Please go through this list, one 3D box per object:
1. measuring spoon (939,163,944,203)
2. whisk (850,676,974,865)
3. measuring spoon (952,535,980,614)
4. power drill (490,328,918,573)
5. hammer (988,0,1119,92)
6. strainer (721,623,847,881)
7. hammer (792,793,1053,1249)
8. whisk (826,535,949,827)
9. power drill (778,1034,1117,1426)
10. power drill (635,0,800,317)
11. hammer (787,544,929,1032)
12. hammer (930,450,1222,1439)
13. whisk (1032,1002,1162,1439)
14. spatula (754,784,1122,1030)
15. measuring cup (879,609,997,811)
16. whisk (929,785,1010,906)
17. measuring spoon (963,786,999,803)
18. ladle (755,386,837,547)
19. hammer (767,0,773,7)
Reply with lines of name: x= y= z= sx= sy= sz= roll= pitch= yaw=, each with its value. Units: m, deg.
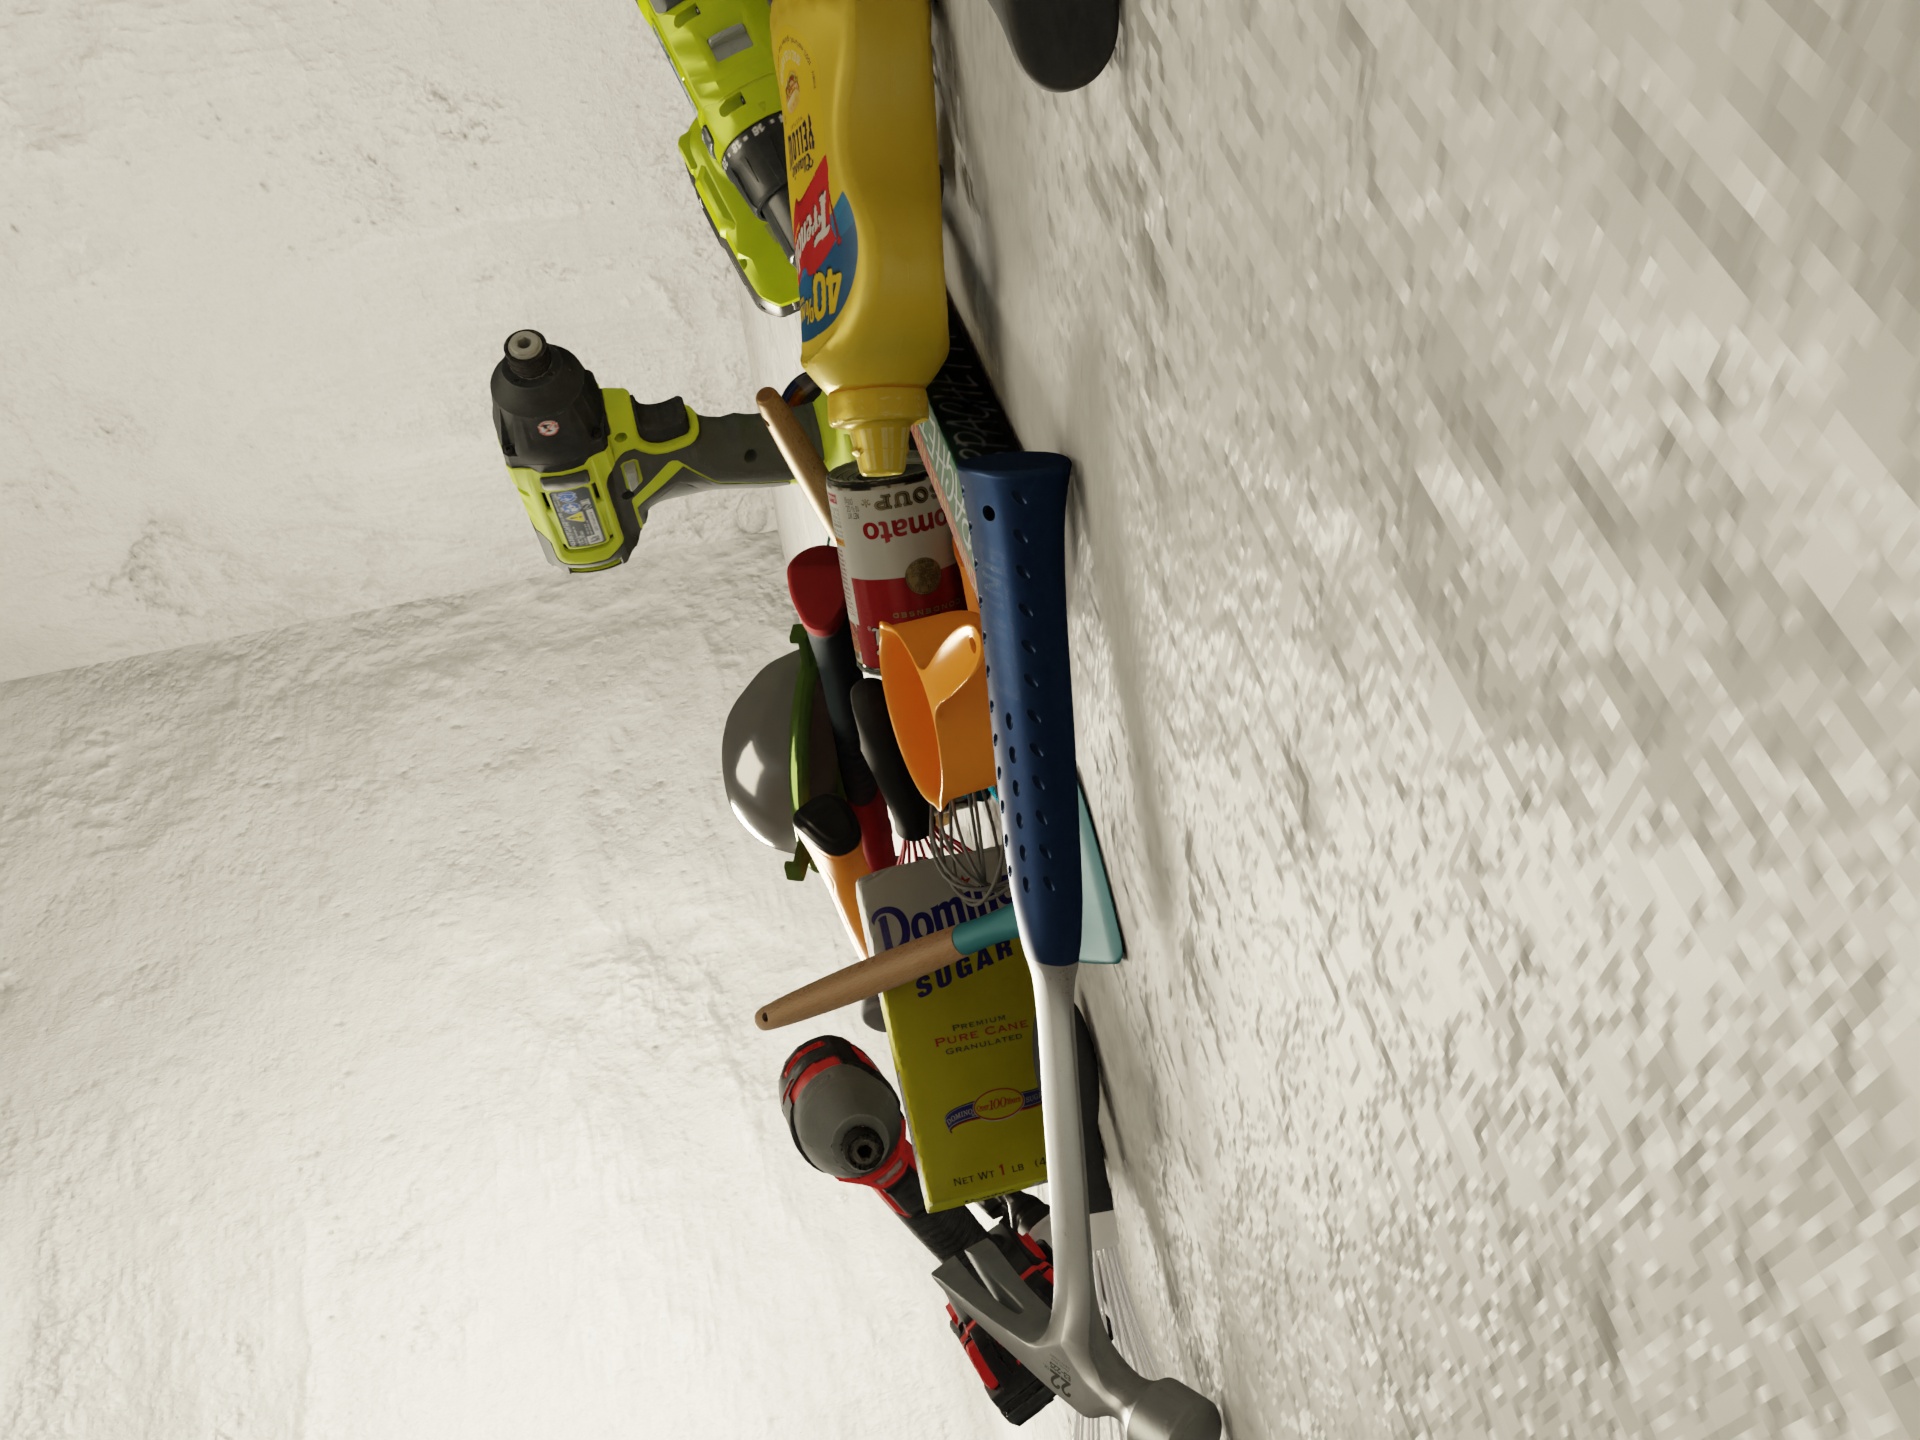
measuring spoon: x=-0.039 y=-0.220 z=0.715 sx=0.124 sy=0.018 sz=0.034 roll=179 pitch=98 yaw=-66
whisk: x=-0.022 y=0.069 z=0.910 sx=0.295 sy=0.073 sz=0.073 roll=73 pitch=180 yaw=-53
measuring spoon: x=0.016 y=-0.038 z=0.790 sx=0.021 sy=0.011 sz=0.117 roll=-165 pitch=59 yaw=-69
power drill: x=-0.128 y=-0.159 z=0.842 sx=0.171 sy=0.223 sz=0.080 roll=92 pitch=164 yaw=-64
hammer: x=-0.023 y=-0.305 z=0.528 sx=0.149 sy=0.036 sz=0.409 roll=83 pitch=171 yaw=-45
strainer: x=-0.106 y=0.019 z=1.043 sx=0.256 sy=0.069 sz=0.151 roll=4 pitch=-92 yaw=-84
hammer: x=-0.027 y=0.183 z=0.969 sx=0.127 sy=0.034 sz=0.336 roll=25 pitch=144 yaw=55
whisk: x=-0.049 y=-0.039 z=1.170 sx=0.047 sy=0.051 sz=0.245 roll=176 pitch=79 yaw=-77
power drill: x=-0.016 y=0.279 z=0.896 sx=0.219 sy=0.078 sz=0.143 roll=51 pitch=171 yaw=-10
power drill: x=-0.108 y=-0.313 z=0.898 sx=0.190 sy=0.080 sz=0.228 roll=63 pitch=177 yaw=1
hammer: x=-0.058 y=0.033 z=0.994 sx=0.385 sy=0.038 sz=0.143 roll=83 pitch=-171 yaw=-47
hammer: x=0.031 y=0.099 z=0.620 sx=0.144 sy=0.035 sz=0.405 roll=17 pitch=119 yaw=46
whisk: x=0.067 y=0.267 z=0.728 sx=0.070 sy=0.070 sz=0.285 roll=100 pitch=162 yaw=-72
spatula: x=-0.023 y=0.111 z=0.768 sx=0.317 sy=0.044 sz=0.082 roll=-30 pitch=68 yaw=46
measuring cup: x=0.009 y=-0.019 z=0.716 sx=0.173 sy=0.052 sz=0.095 roll=134 pitch=120 yaw=-71
whisk: x=-0.002 y=-0.003 z=0.847 sx=0.055 sy=0.055 sz=0.239 roll=86 pitch=174 yaw=-50
measuring spoon: x=0.008 y=0.034 z=0.910 sx=0.129 sy=0.021 sz=0.042 roll=-142 pitch=40 yaw=-81
ladle: x=-0.055 y=-0.087 z=0.896 sx=0.069 sy=0.031 sz=0.315 roll=41 pitch=170 yaw=29
hammer: x=-0.098 y=-0.434 z=0.916 sx=0.335 sy=0.035 sz=0.146 roll=-145 pitch=44 yaw=-80
